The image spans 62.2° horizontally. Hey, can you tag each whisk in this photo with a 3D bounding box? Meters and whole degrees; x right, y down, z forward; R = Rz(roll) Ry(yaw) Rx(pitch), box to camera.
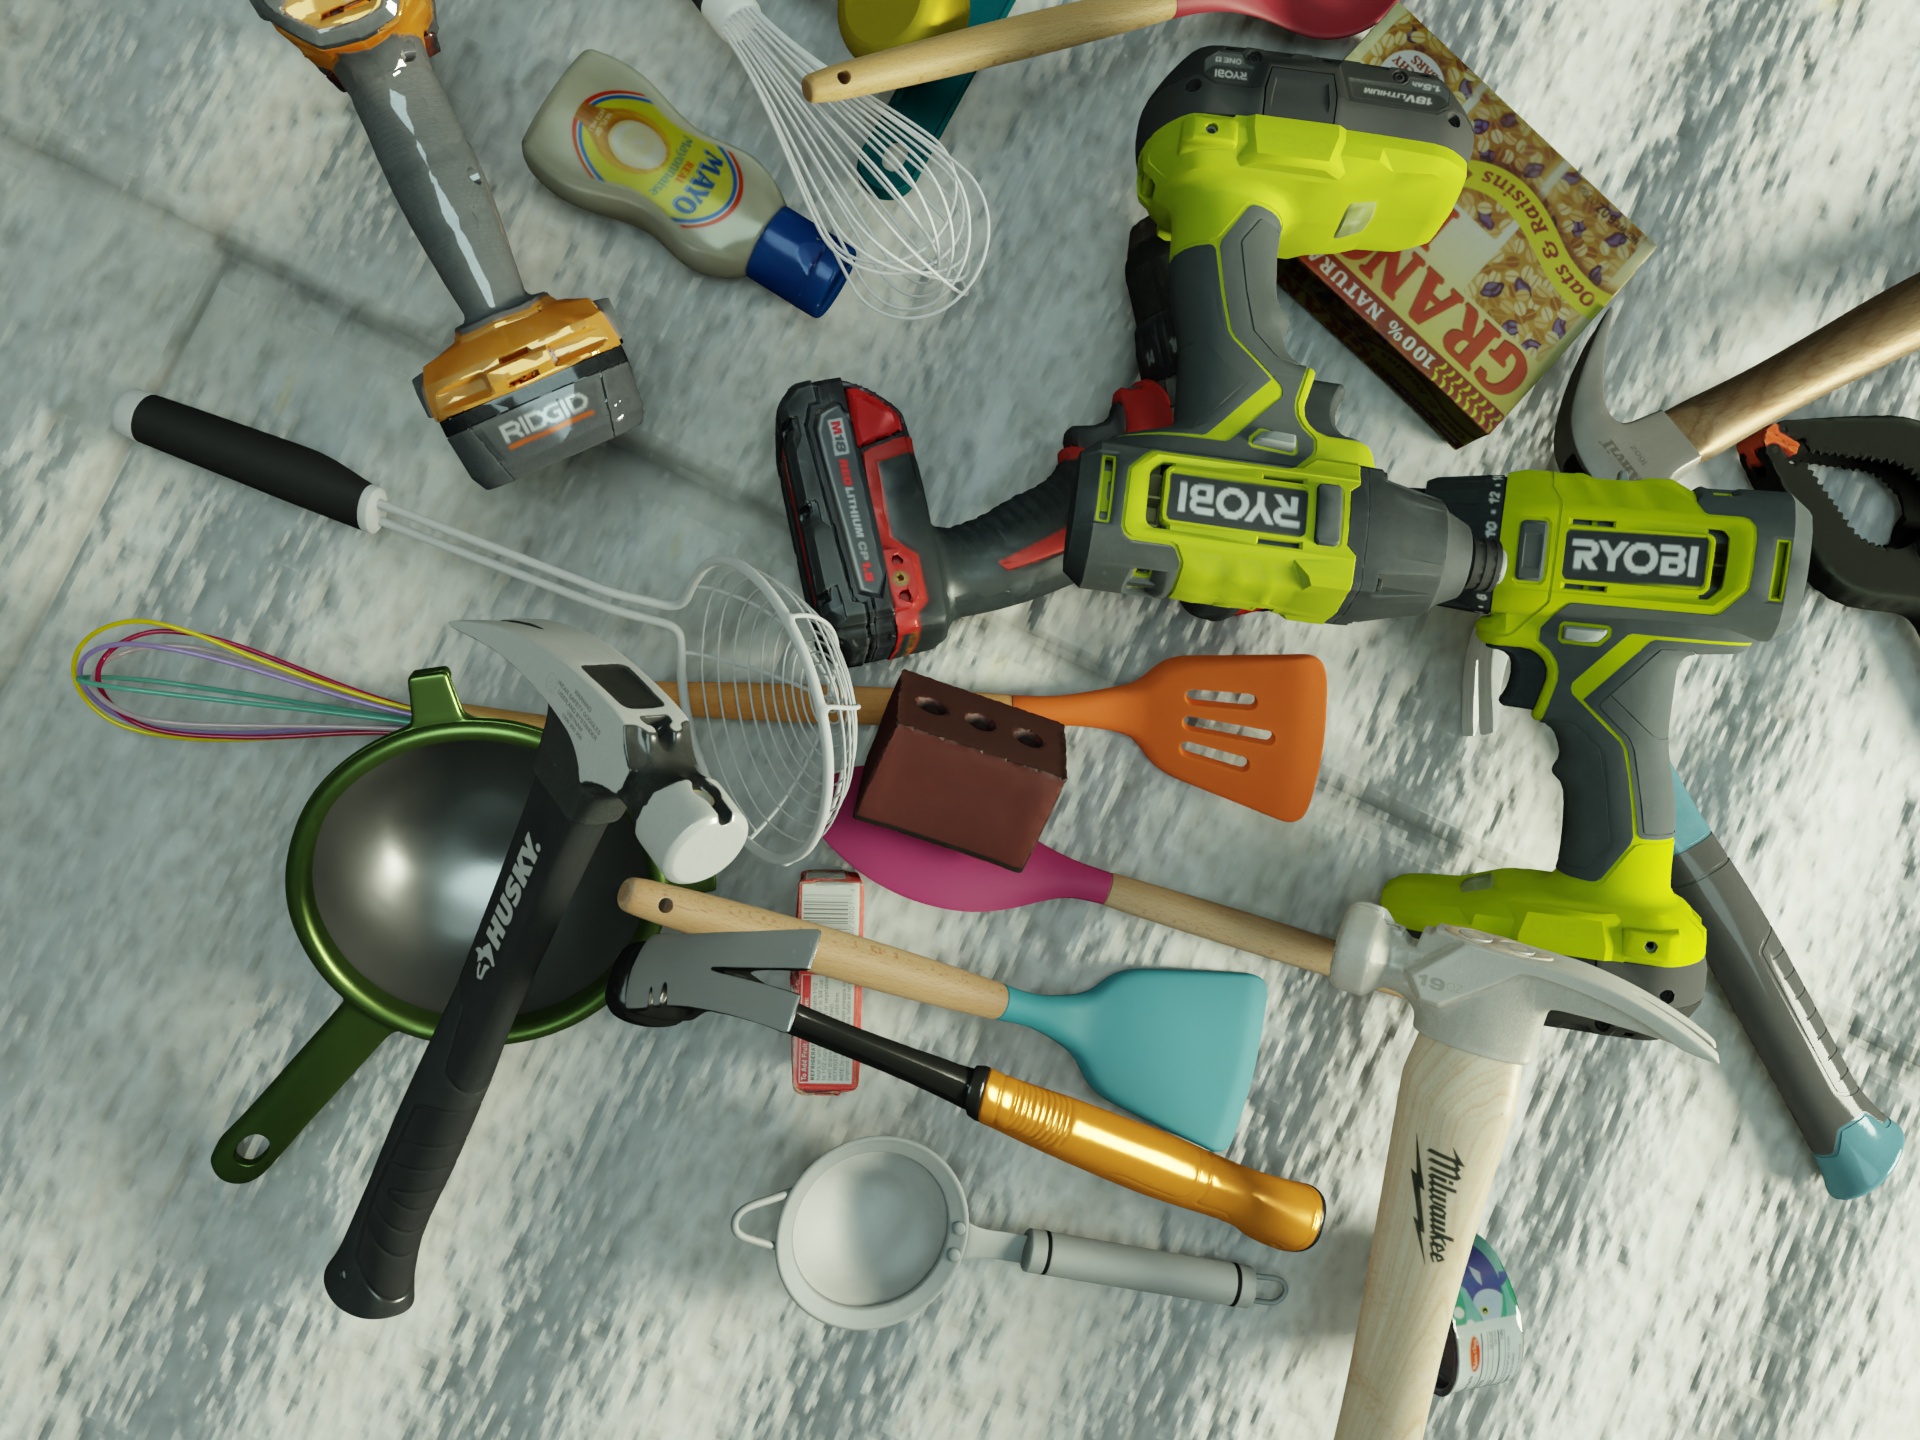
[{"bbox_3d":[-0.084,-0.288,0.699,0.070,0.070,0.285,-36,77,-6],"label":"whisk"},{"bbox_3d":[-0.259,-0.006,0.691,0.245,0.051,0.047,8,81,-7],"label":"whisk"}]

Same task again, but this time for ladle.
[{"bbox_3d":[0.072,-0.312,0.703,0.315,0.031,0.069,-23,98,-22],"label":"ladle"}]

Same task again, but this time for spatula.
[{"bbox_3d":[-0.001,-0.002,0.713,0.322,0.041,0.081,2,112,-3],"label":"spatula"},{"bbox_3d":[0.003,0.111,0.658,0.317,0.044,0.082,22,79,-36],"label":"spatula"}]

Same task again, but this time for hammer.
[{"bbox_3d":[0.186,0.289,0.663,0.146,0.038,0.410,15,101,22],"label":"hammer"},{"bbox_3d":[0.031,0.155,0.631,0.336,0.127,0.034,28,66,-30],"label":"hammer"},{"bbox_3d":[-0.189,0.113,0.613,0.146,0.035,0.334,47,122,30],"label":"hammer"},{"bbox_3d":[0.420,-0.179,0.745,0.331,0.031,0.130,-28,72,-13],"label":"hammer"},{"bbox_3d":[0.346,0.069,0.743,0.128,0.033,0.331,-29,90,-6],"label":"hammer"}]

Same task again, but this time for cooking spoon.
[{"bbox_3d":[0.090,0.083,0.719,0.319,0.017,0.069,18,49,-8],"label":"cooking spoon"}]

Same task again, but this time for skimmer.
[{"bbox_3d":[-0.206,-0.053,0.660,0.363,0.090,0.127,22,130,4],"label":"skimmer"}]

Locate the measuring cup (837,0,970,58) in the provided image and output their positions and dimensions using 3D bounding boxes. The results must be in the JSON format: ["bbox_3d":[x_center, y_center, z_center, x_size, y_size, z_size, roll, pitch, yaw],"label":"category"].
[{"bbox_3d":[-0.065,-0.335,0.705,0.157,0.029,0.062,36,109,19],"label":"measuring cup"}]

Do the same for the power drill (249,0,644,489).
[{"bbox_3d":[-0.213,-0.220,0.660,0.084,0.185,0.226,-25,109,-6],"label":"power drill"}]

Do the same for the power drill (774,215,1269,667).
[{"bbox_3d":[0.034,-0.124,0.706,0.226,0.080,0.188,-11,83,-9],"label":"power drill"}]

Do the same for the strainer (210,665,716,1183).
[{"bbox_3d":[-0.235,0.095,0.684,0.151,0.069,0.256,38,103,-23],"label":"strainer"}]

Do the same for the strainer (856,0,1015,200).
[{"bbox_3d":[0.042,-0.394,0.709,0.211,0.095,0.340,28,84,-3],"label":"strainer"}]

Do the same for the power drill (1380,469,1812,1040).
[{"bbox_3d":[0.241,0.007,0.680,0.190,0.080,0.228,7,100,18],"label":"power drill"}]

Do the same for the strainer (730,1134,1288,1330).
[{"bbox_3d":[0.025,0.235,0.705,0.258,0.050,0.087,13,92,-10],"label":"strainer"}]

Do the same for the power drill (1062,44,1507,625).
[{"bbox_3d":[0.139,-0.151,0.650,0.171,0.080,0.223,7,75,0],"label":"power drill"}]
